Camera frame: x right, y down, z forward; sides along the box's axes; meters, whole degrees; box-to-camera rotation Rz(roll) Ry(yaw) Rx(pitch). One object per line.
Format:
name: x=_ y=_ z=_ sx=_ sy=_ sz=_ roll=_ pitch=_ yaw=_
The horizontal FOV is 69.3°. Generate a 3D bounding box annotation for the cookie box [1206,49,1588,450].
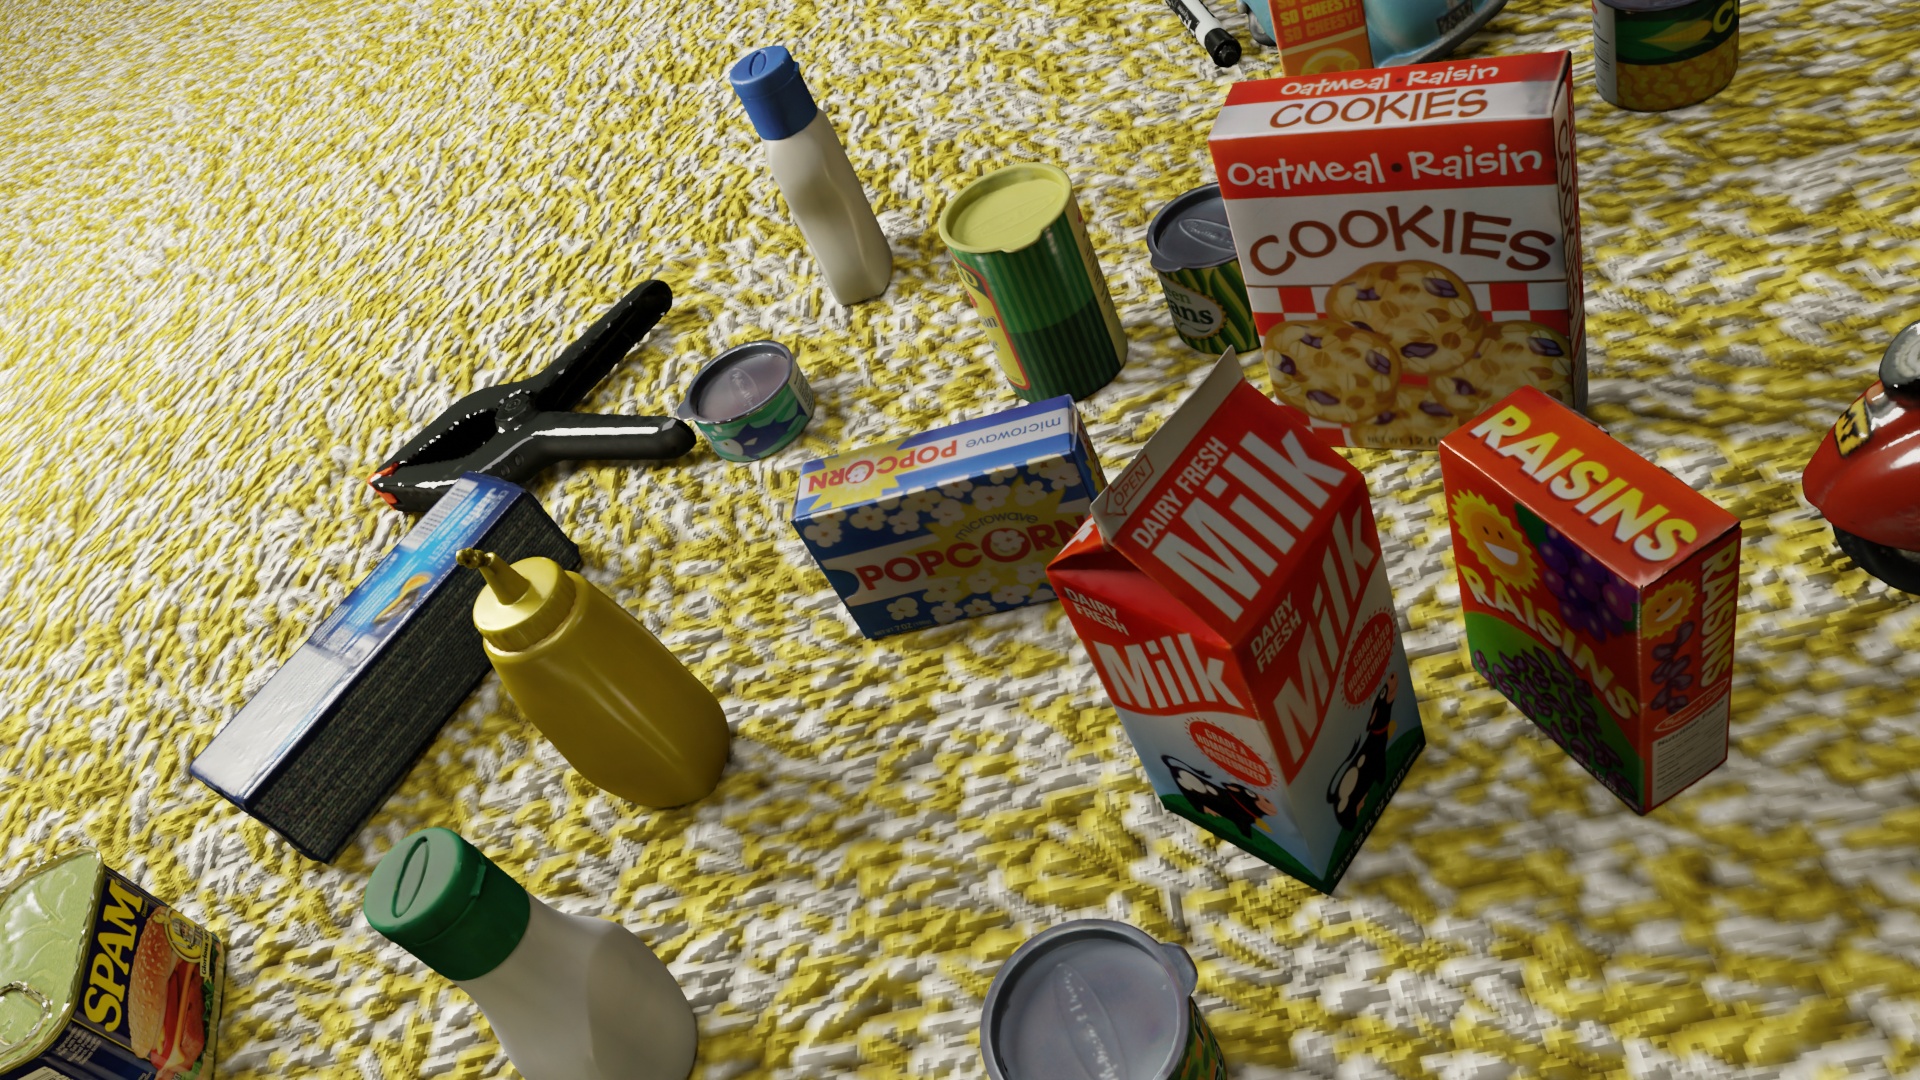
cookie box: x=0.178 y=-0.107 z=0.552 sx=0.123 sy=0.166 sz=0.040 roll=5 pitch=52 yaw=30

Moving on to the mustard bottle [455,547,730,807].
mustard bottle: x=-0.154 y=0.052 z=0.571 sx=0.065 sy=0.159 sz=0.049 roll=-6 pitch=47 yaw=22

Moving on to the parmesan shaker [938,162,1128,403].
parmesan shaker: x=0.038 y=-0.122 z=0.684 sx=0.071 sy=0.102 sz=0.072 roll=-14 pitch=45 yaw=14

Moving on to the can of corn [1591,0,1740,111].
can of corn: x=0.352 y=-0.256 z=0.688 sx=0.071 sy=0.058 sz=0.071 roll=-14 pitch=44 yaw=14

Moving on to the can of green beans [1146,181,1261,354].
can of green beans: x=0.131 y=-0.134 z=0.682 sx=0.071 sy=0.057 sz=0.071 roll=-14 pitch=44 yaw=14

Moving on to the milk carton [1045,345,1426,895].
milk carton: x=0.090 y=0.028 z=0.450 sx=0.073 sy=0.189 sz=0.072 roll=23 pitch=62 yaw=40

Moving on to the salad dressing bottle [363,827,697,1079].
salad dressing bottle: x=-0.145 y=0.151 z=0.481 sx=0.044 sy=0.147 sz=0.064 roll=-14 pitch=45 yaw=15

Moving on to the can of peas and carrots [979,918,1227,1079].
can of peas and carrots: x=0.049 y=0.162 z=0.439 sx=0.071 sy=0.058 sz=0.071 roll=-14 pitch=44 yaw=14

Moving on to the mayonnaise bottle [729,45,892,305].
mayonnaise bottle: x=-0.084 y=-0.209 z=0.795 sx=0.041 sy=0.147 sz=0.065 roll=-16 pitch=44 yaw=13

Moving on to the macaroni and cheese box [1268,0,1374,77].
macaroni and cheese box: x=0.176 y=-0.221 z=0.663 sx=0.040 sy=0.165 sz=0.124 roll=-12 pitch=45 yaw=17

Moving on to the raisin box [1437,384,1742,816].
raisin box: x=0.203 y=0.020 z=0.450 sx=0.040 sy=0.123 sz=0.086 roll=-32 pitch=43 yaw=-4

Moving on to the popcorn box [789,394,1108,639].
popcorn box: x=0.002 y=-0.008 z=0.605 sx=0.126 sy=0.085 sz=0.038 roll=-13 pitch=45 yaw=15

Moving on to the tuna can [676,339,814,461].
tuna can: x=-0.118 y=-0.076 z=0.769 sx=0.071 sy=0.032 sz=0.071 roll=-14 pitch=44 yaw=14
